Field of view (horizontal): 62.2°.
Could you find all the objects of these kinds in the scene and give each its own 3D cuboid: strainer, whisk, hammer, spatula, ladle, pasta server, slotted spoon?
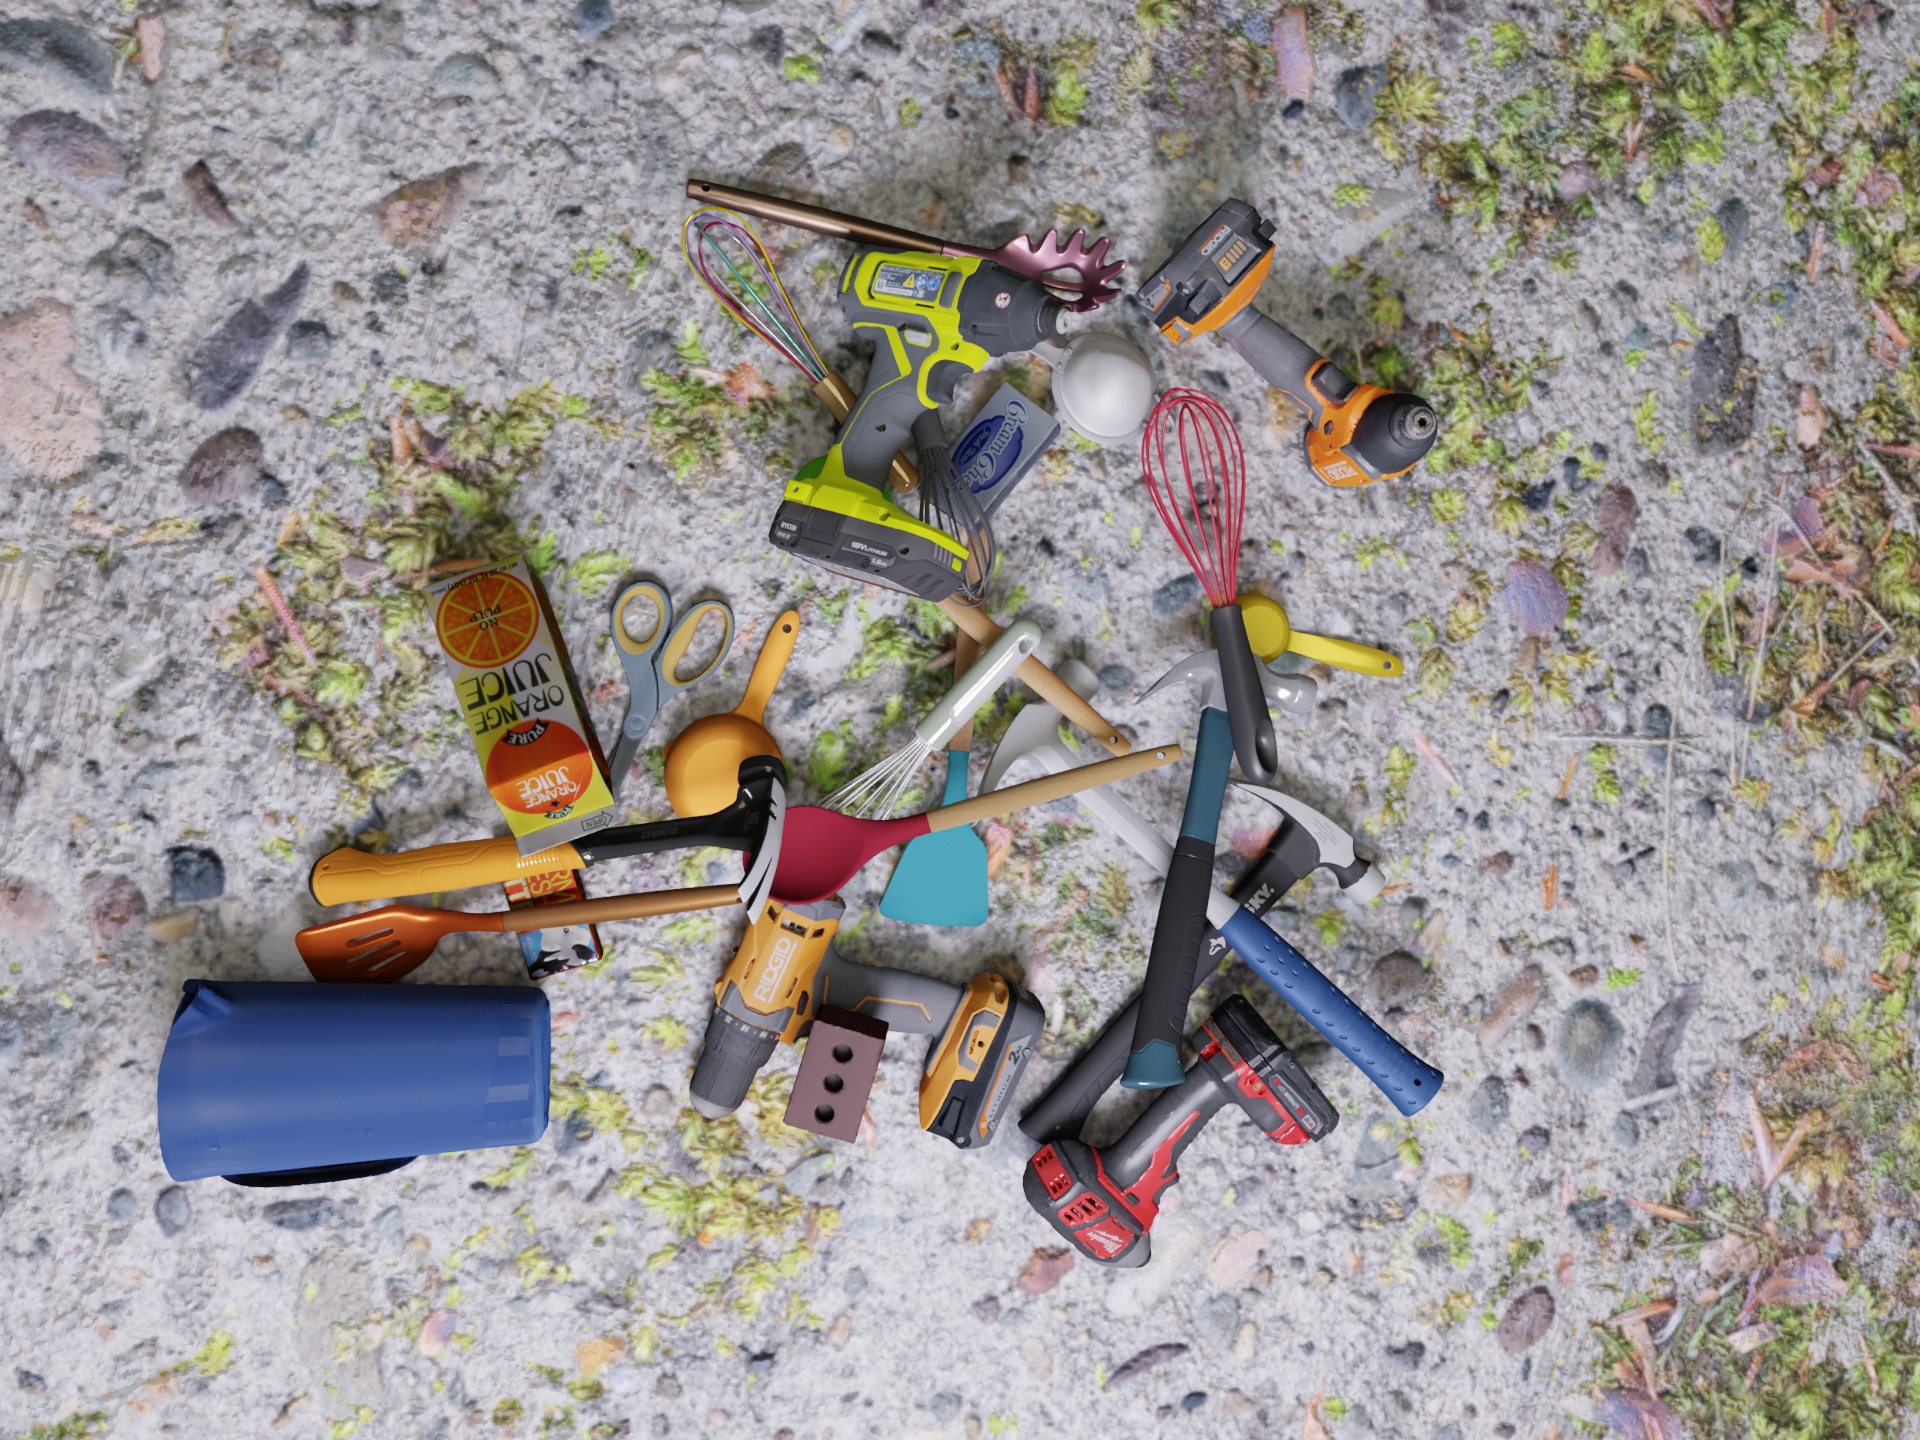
[{"bbox_3d":[0.049,-0.275,1.159,0.258,0.050,0.087,25,75,-7],"label":"strainer"},{"bbox_3d":[0.186,-0.099,1.145,0.073,0.073,0.296,-10,83,-8],"label":"whisk"},{"bbox_3d":[0.165,0.193,1.214,0.146,0.035,0.335,43,87,-10],"label":"hammer"},{"bbox_3d":[-0.023,-0.193,1.127,0.055,0.055,0.239,-14,78,-8],"label":"whisk"},{"bbox_3d":[-0.002,-0.004,1.180,0.082,0.044,0.317,6,89,-8],"label":"spatula"},{"bbox_3d":[-0.285,0.096,1.078,0.337,0.127,0.034,-8,133,9],"label":"hammer"},{"bbox_3d":[0.002,0.063,1.113,0.315,0.031,0.069,-16,84,0],"label":"ladle"},{"bbox_3d":[-0.294,0.144,1.102,0.322,0.041,0.080,-8,129,9],"label":"spatula"},{"bbox_3d":[-0.039,-0.347,1.139,0.316,0.040,0.060,12,80,-8],"label":"pasta server"},{"bbox_3d":[0.183,0.140,1.158,0.405,0.035,0.144,43,72,2],"label":"hammer"},{"bbox_3d":[0.003,-0.080,1.146,0.314,0.031,0.070,41,87,-1],"label":"slotted spoon"},{"bbox_3d":[-0.029,0.019,1.138,0.246,0.059,0.057,-47,135,12],"label":"whisk"},{"bbox_3d":[0.166,0.100,1.125,0.128,0.033,0.331,18,69,-9],"label":"hammer"},{"bbox_3d":[-0.110,-0.263,1.133,0.047,0.051,0.245,-42,102,-9],"label":"whisk"}]

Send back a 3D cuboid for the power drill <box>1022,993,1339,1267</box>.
[{"bbox_3d":[0.165,0.322,1.194,0.219,0.079,0.143,-39,124,1],"label":"power drill"}]

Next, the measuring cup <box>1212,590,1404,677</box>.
[{"bbox_3d":[0.270,-0.057,1.212,0.156,0.029,0.062,13,92,-7],"label":"measuring cup"}]

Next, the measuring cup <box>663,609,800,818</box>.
[{"bbox_3d":[-0.152,0.002,1.140,0.095,0.052,0.173,23,93,-10],"label":"measuring cup"}]

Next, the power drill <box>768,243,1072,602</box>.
[{"bbox_3d":[-0.028,-0.201,1.065,0.171,0.080,0.223,18,89,31],"label":"power drill"}]

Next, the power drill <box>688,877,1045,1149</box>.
[{"bbox_3d":[-0.074,0.234,1.160,0.226,0.084,0.185,25,93,-6],"label":"power drill"}]

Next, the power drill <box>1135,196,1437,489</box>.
[{"bbox_3d":[0.240,-0.258,1.127,0.226,0.164,0.084,43,88,-8],"label":"power drill"}]
